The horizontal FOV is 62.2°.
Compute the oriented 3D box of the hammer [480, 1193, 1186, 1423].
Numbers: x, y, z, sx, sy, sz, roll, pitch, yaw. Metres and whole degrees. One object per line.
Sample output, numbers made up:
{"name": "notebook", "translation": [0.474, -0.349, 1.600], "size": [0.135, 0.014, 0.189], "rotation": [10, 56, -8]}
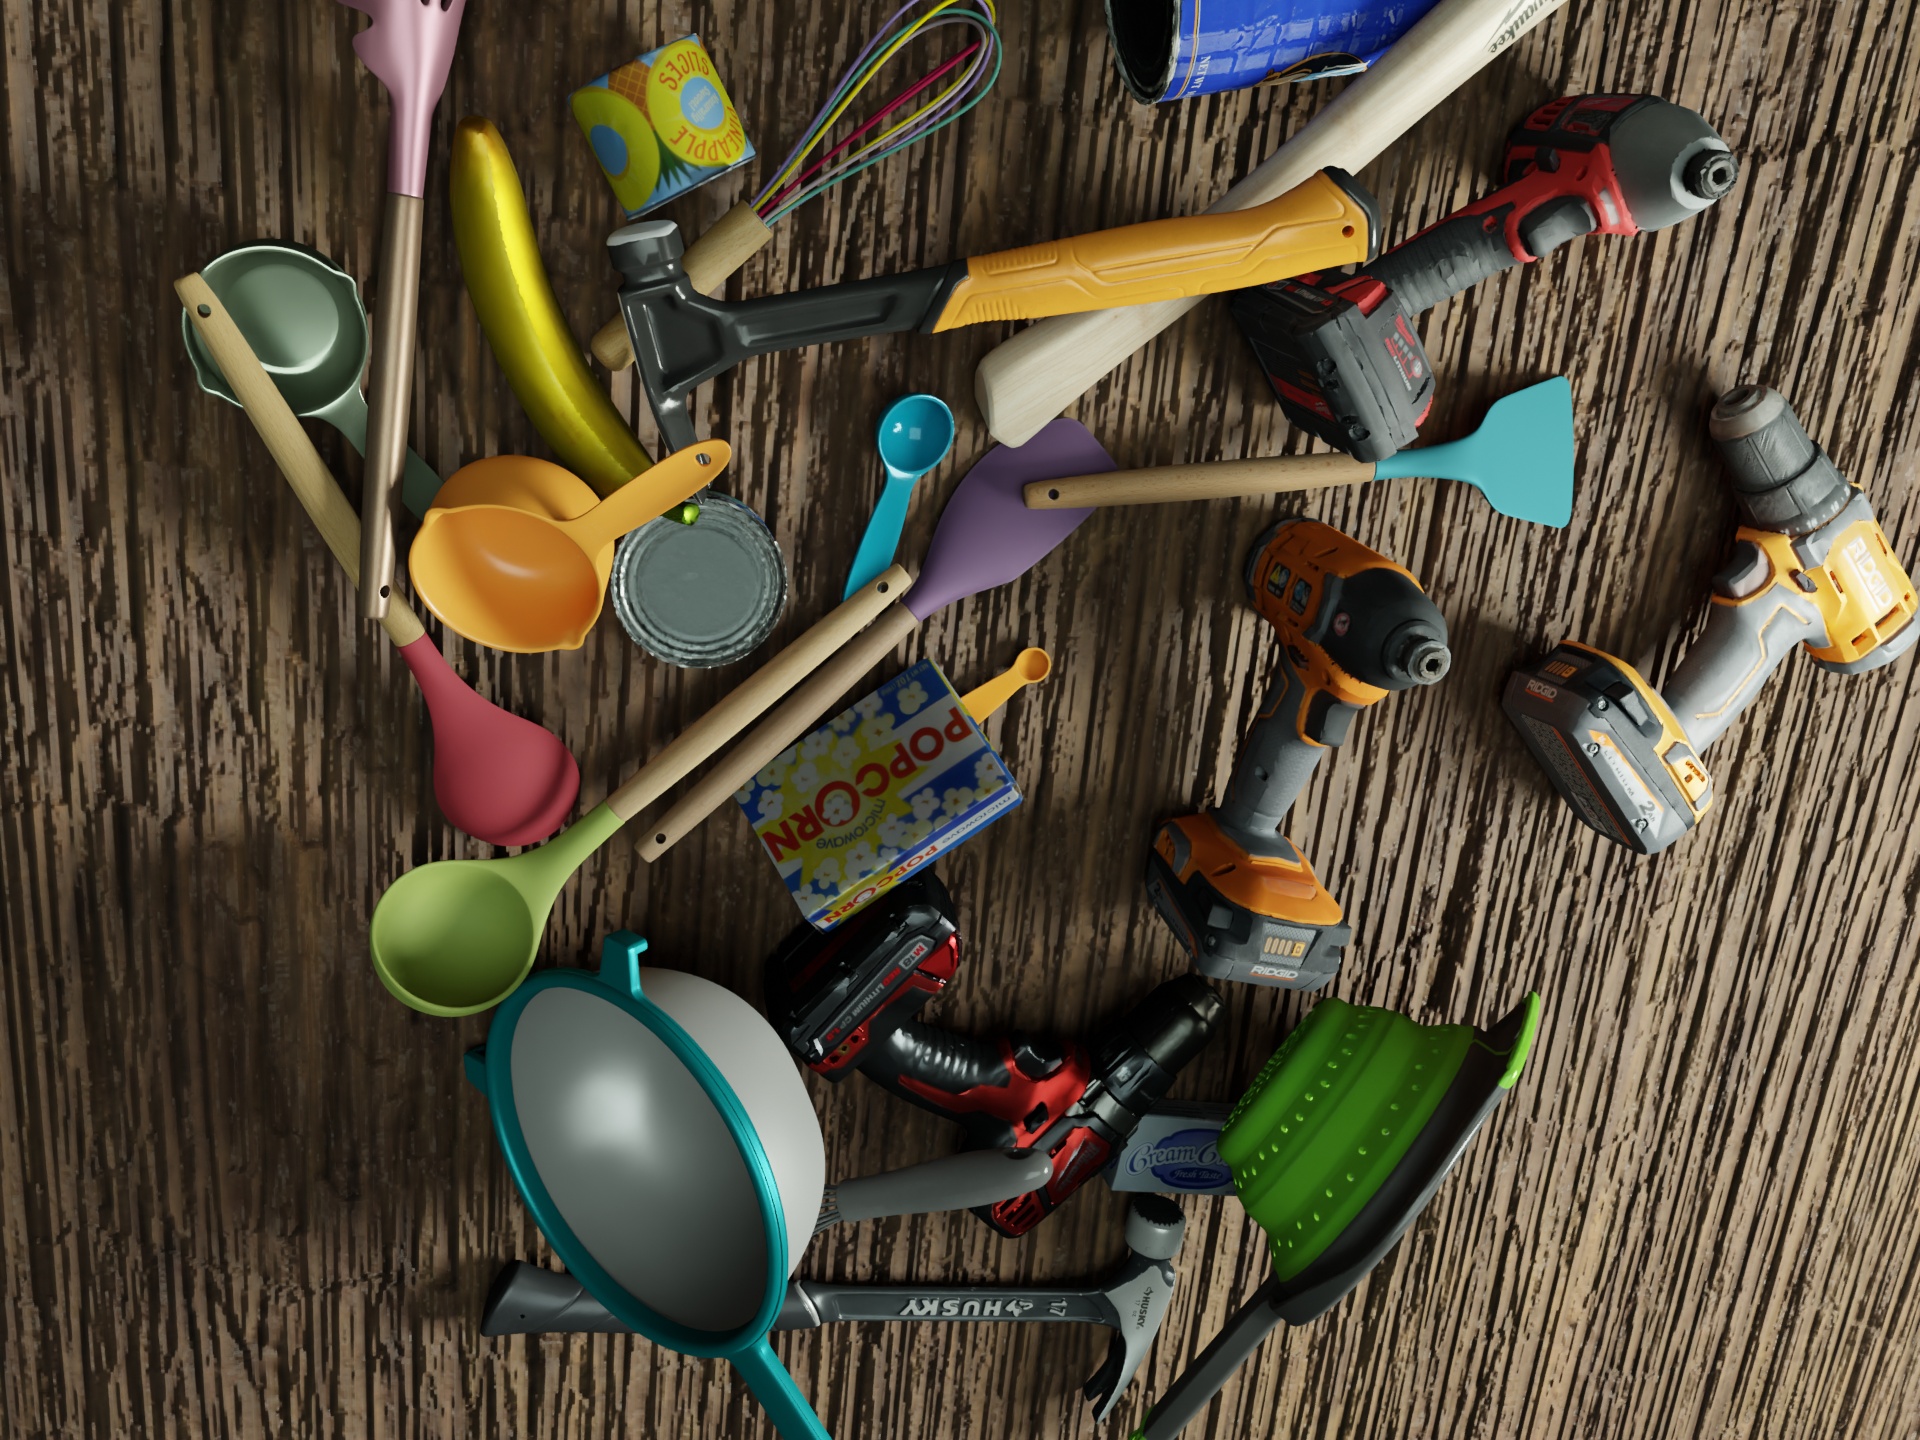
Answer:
{"name": "hammer", "translation": [-0.071, 0.349, 0.942], "size": [0.408, 0.036, 0.149], "rotation": [5, 108, -13]}

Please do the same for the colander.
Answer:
{"name": "colander", "translation": [0.170, 0.285, 0.913], "size": [0.094, 0.204, 0.397], "rotation": [37, 116, 13]}

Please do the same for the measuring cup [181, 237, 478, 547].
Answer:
{"name": "measuring cup", "translation": [-0.282, -0.147, 0.737], "size": [0.083, 0.038, 0.167], "rotation": [-36, 124, 2]}

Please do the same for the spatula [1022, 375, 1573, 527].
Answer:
{"name": "spatula", "translation": [0.187, -0.130, 0.838], "size": [0.317, 0.044, 0.082], "rotation": [-6, 100, -8]}

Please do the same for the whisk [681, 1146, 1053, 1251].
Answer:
{"name": "whisk", "translation": [-0.059, 0.260, 0.862], "size": [0.239, 0.055, 0.055], "rotation": [-16, 113, 21]}

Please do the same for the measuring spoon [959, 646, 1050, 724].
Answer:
{"name": "measuring spoon", "translation": [-0.001, -0.003, 0.857], "size": [0.117, 0.011, 0.021], "rotation": [-36, 109, 5]}

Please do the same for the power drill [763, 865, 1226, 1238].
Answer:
{"name": "power drill", "translation": [0.024, 0.168, 0.883], "size": [0.188, 0.080, 0.226], "rotation": [-44, 114, 5]}

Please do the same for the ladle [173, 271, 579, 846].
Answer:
{"name": "ladle", "translation": [-0.269, -0.061, 0.744], "size": [0.069, 0.031, 0.315], "rotation": [-28, 119, -8]}

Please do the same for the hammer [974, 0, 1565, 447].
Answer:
{"name": "hammer", "translation": [0.175, -0.258, 0.729], "size": [0.410, 0.038, 0.146], "rotation": [-36, 140, 23]}

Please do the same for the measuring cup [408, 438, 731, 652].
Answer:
{"name": "measuring cup", "translation": [-0.170, -0.097, 0.724], "size": [0.173, 0.052, 0.095], "rotation": [-26, 128, 23]}

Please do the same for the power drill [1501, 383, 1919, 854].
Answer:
{"name": "power drill", "translation": [0.417, -0.058, 0.893], "size": [0.226, 0.084, 0.185], "rotation": [-40, 111, -2]}

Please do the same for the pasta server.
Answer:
{"name": "pasta server", "translation": [-0.249, -0.201, 0.694], "size": [0.060, 0.040, 0.316], "rotation": [-6, 109, -51]}

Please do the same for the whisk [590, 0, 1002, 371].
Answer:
{"name": "whisk", "translation": [-0.076, -0.248, 0.744], "size": [0.245, 0.047, 0.051], "rotation": [-40, 100, 7]}

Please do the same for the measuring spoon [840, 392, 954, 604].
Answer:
{"name": "measuring spoon", "translation": [-0.041, -0.108, 0.811], "size": [0.042, 0.021, 0.128], "rotation": [6, 117, -34]}

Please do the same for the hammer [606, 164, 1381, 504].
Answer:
{"name": "hammer", "translation": [0.018, -0.187, 0.716], "size": [0.337, 0.034, 0.127], "rotation": [-9, 118, 7]}

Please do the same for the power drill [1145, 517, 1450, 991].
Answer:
{"name": "power drill", "translation": [0.177, 0.021, 0.821], "size": [0.084, 0.164, 0.226], "rotation": [11, 107, -16]}

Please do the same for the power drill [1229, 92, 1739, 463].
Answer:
{"name": "power drill", "translation": [0.255, -0.224, 0.769], "size": [0.219, 0.143, 0.078], "rotation": [-34, 116, 2]}

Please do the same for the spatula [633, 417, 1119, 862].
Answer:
{"name": "spatula", "translation": [-0.047, -0.040, 0.814], "size": [0.316, 0.018, 0.059], "rotation": [-43, 98, -4]}

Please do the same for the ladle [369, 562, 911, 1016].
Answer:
{"name": "ladle", "translation": [-0.151, 0.027, 0.777], "size": [0.320, 0.062, 0.078], "rotation": [-40, 87, -2]}

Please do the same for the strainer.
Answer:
{"name": "strainer", "translation": [-0.105, 0.260, 0.808], "size": [0.211, 0.095, 0.340], "rotation": [-38, 84, 42]}
